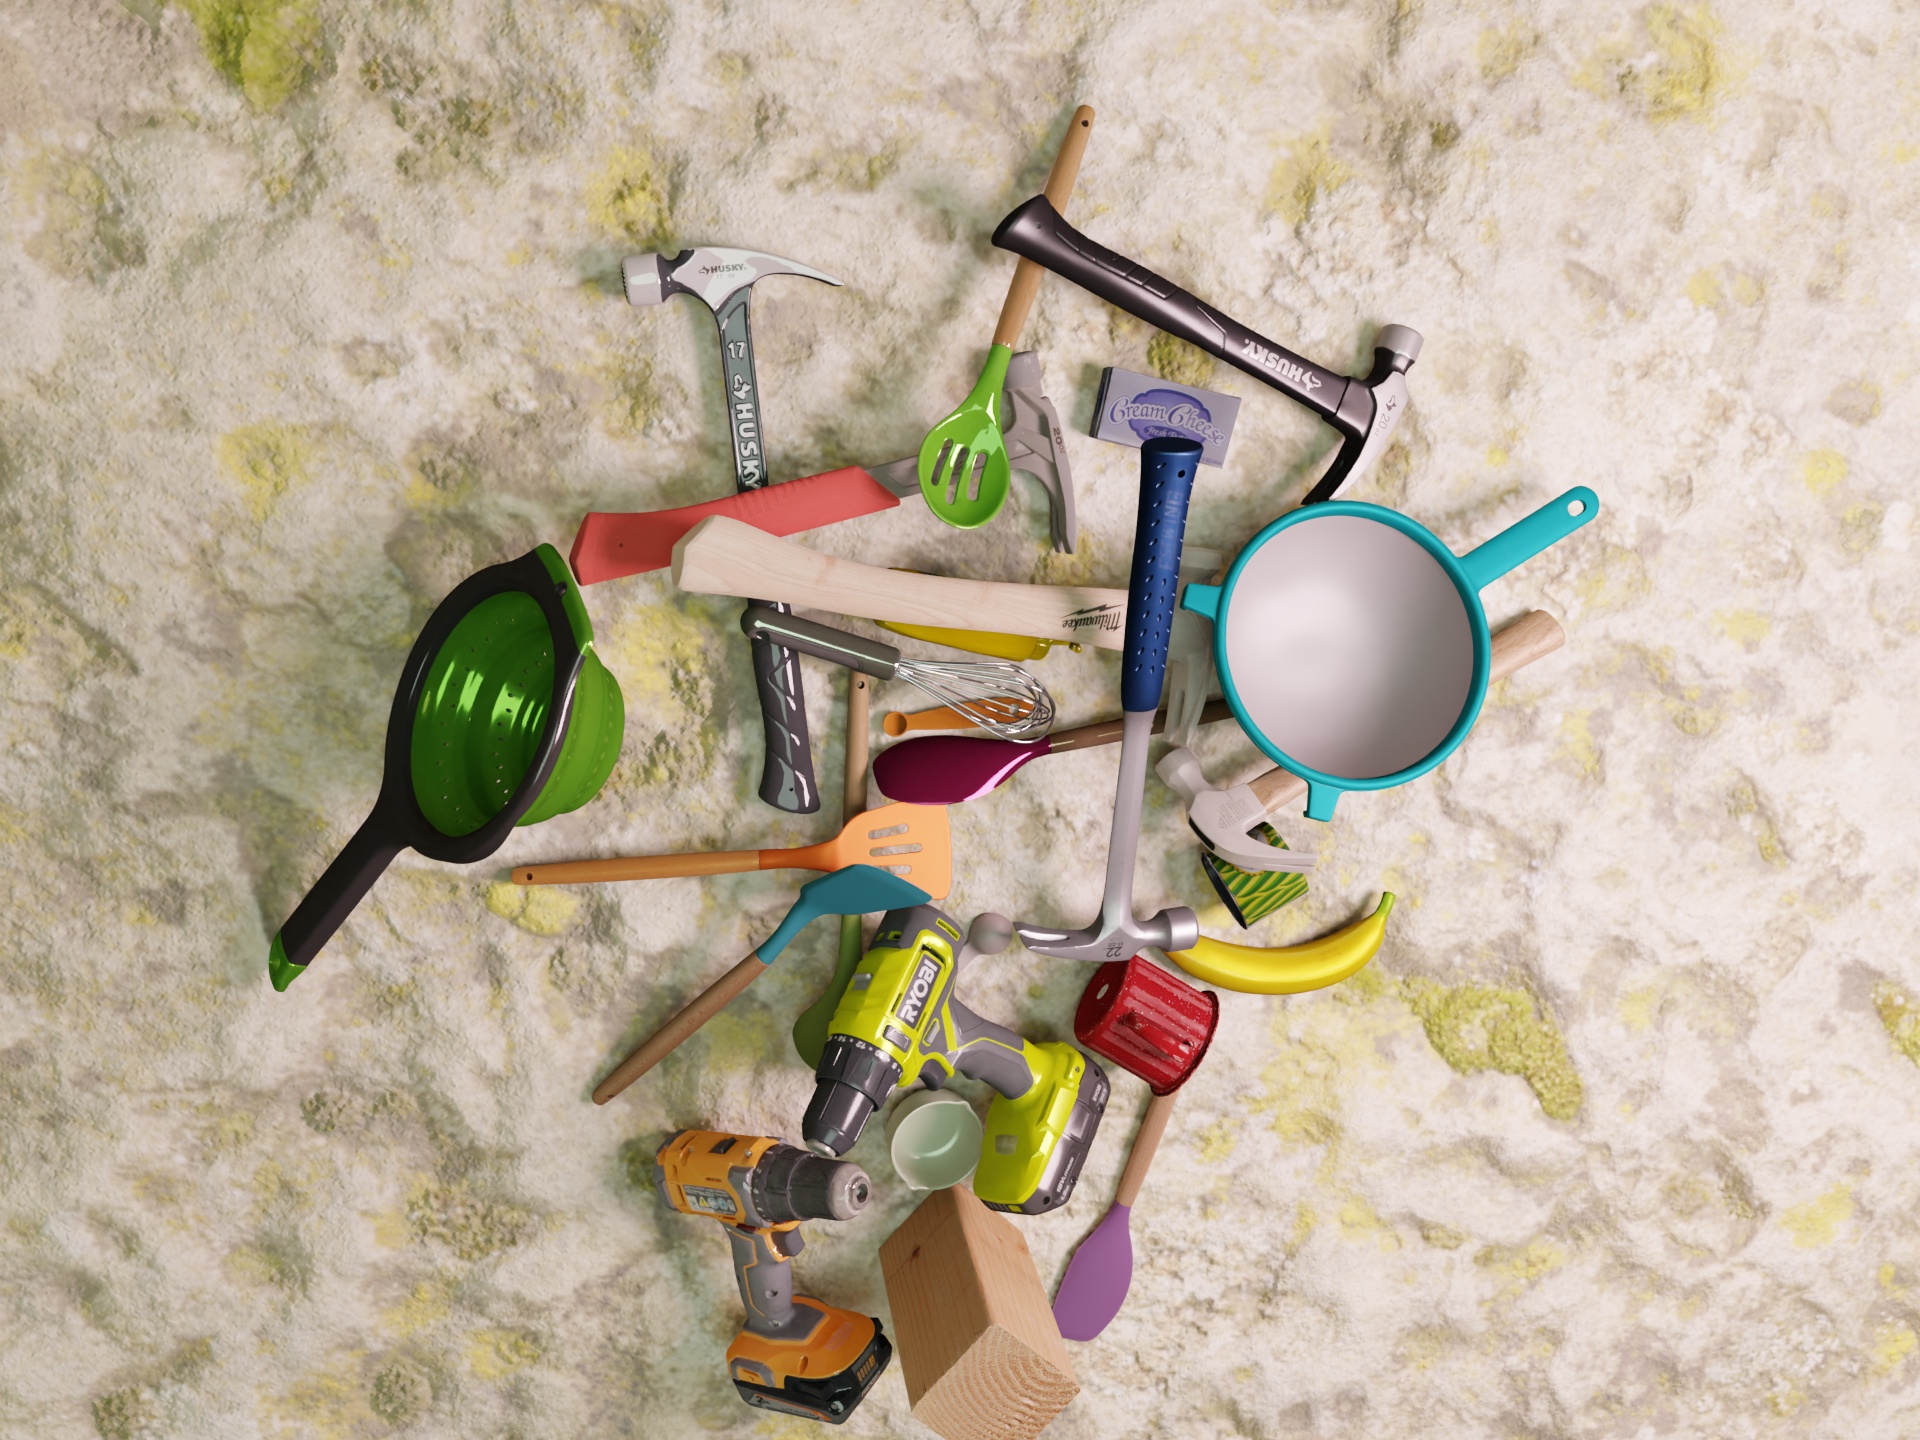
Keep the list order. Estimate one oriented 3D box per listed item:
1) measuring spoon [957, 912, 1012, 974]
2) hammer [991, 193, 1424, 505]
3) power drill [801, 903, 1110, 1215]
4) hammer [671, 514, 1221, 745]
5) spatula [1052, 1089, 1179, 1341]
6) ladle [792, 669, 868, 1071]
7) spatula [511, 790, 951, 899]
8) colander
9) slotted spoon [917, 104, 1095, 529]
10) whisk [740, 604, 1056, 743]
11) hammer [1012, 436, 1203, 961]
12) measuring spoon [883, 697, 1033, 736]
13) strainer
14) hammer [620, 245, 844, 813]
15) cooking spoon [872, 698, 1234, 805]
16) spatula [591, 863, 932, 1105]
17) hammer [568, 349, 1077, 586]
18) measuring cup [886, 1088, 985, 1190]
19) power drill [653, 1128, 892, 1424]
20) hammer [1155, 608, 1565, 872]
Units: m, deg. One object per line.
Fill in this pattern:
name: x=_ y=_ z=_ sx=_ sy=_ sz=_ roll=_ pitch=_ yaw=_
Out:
measuring spoon: x=-0.010 y=0.197 z=1.241 sx=0.124 sy=0.018 sz=0.034 roll=-40 pitch=106 yaw=2
hammer: x=0.171 y=-0.272 z=1.123 sx=0.334 sy=0.035 sz=0.146 roll=22 pitch=90 yaw=-21
power drill: x=-0.006 y=0.271 z=1.179 sx=0.228 sy=0.080 sz=0.191 roll=42 pitch=58 yaw=-26
hammer: x=0.001 y=-0.072 z=1.099 sx=0.410 sy=0.038 sz=0.146 roll=6 pitch=92 yaw=-27
spatula: x=0.145 y=0.374 z=1.308 sx=0.059 sy=0.018 sz=0.316 roll=16 pitch=101 yaw=-15
ladle: x=-0.084 y=0.117 z=1.205 sx=0.078 sy=0.062 sz=0.320 roll=1 pitch=96 yaw=-15
spatula: x=-0.169 y=0.103 z=1.168 sx=0.322 sy=0.041 sz=0.081 roll=-4 pitch=92 yaw=5
colander: x=-0.350 y=0.059 z=1.114 sx=0.397 sy=0.205 sz=0.094 roll=-47 pitch=141 yaw=19
slotted spoon: x=0.039 y=-0.281 z=1.102 sx=0.070 sy=0.031 sz=0.314 roll=21 pitch=85 yaw=-21
whisk: x=-0.041 y=-0.037 z=1.147 sx=0.246 sy=0.058 sz=0.059 roll=17 pitch=63 yaw=-18
hammer: x=0.121 y=0.001 z=1.124 sx=0.144 sy=0.035 sz=0.405 roll=-5 pitch=118 yaw=-17
measuring spoon: x=-0.002 y=-0.004 z=1.201 sx=0.117 sy=0.011 sz=0.021 roll=-7 pitch=102 yaw=-11
strainer: x=0.327 y=-0.080 z=1.190 sx=0.340 sy=0.095 sz=0.211 roll=-30 pitch=89 yaw=-14
hammer: x=-0.139 y=-0.129 z=1.136 sx=0.149 sy=0.036 sz=0.408 roll=-8 pitch=105 yaw=-8
cooking spoon: x=0.090 y=0.013 z=1.201 sx=0.319 sy=0.069 sz=0.017 roll=-11 pitch=139 yaw=-12
spatula: x=-0.162 y=0.198 z=1.173 sx=0.317 sy=0.044 sz=0.082 roll=-41 pitch=137 yaw=16
hammer: x=-0.090 y=-0.145 z=1.102 sx=0.359 sy=0.037 sz=0.149 roll=-18 pitch=105 yaw=-18
measuring cup: x=0.015 y=0.349 z=1.274 sx=0.167 sy=0.038 sz=0.083 roll=30 pitch=94 yaw=-22
power drill: x=-0.123 y=0.415 z=1.203 sx=0.185 sy=0.084 sz=0.226 roll=-6 pitch=109 yaw=34
hammer: x=0.323 y=0.008 z=1.222 sx=0.331 sy=0.031 sz=0.130 roll=-29 pitch=65 yaw=-8
